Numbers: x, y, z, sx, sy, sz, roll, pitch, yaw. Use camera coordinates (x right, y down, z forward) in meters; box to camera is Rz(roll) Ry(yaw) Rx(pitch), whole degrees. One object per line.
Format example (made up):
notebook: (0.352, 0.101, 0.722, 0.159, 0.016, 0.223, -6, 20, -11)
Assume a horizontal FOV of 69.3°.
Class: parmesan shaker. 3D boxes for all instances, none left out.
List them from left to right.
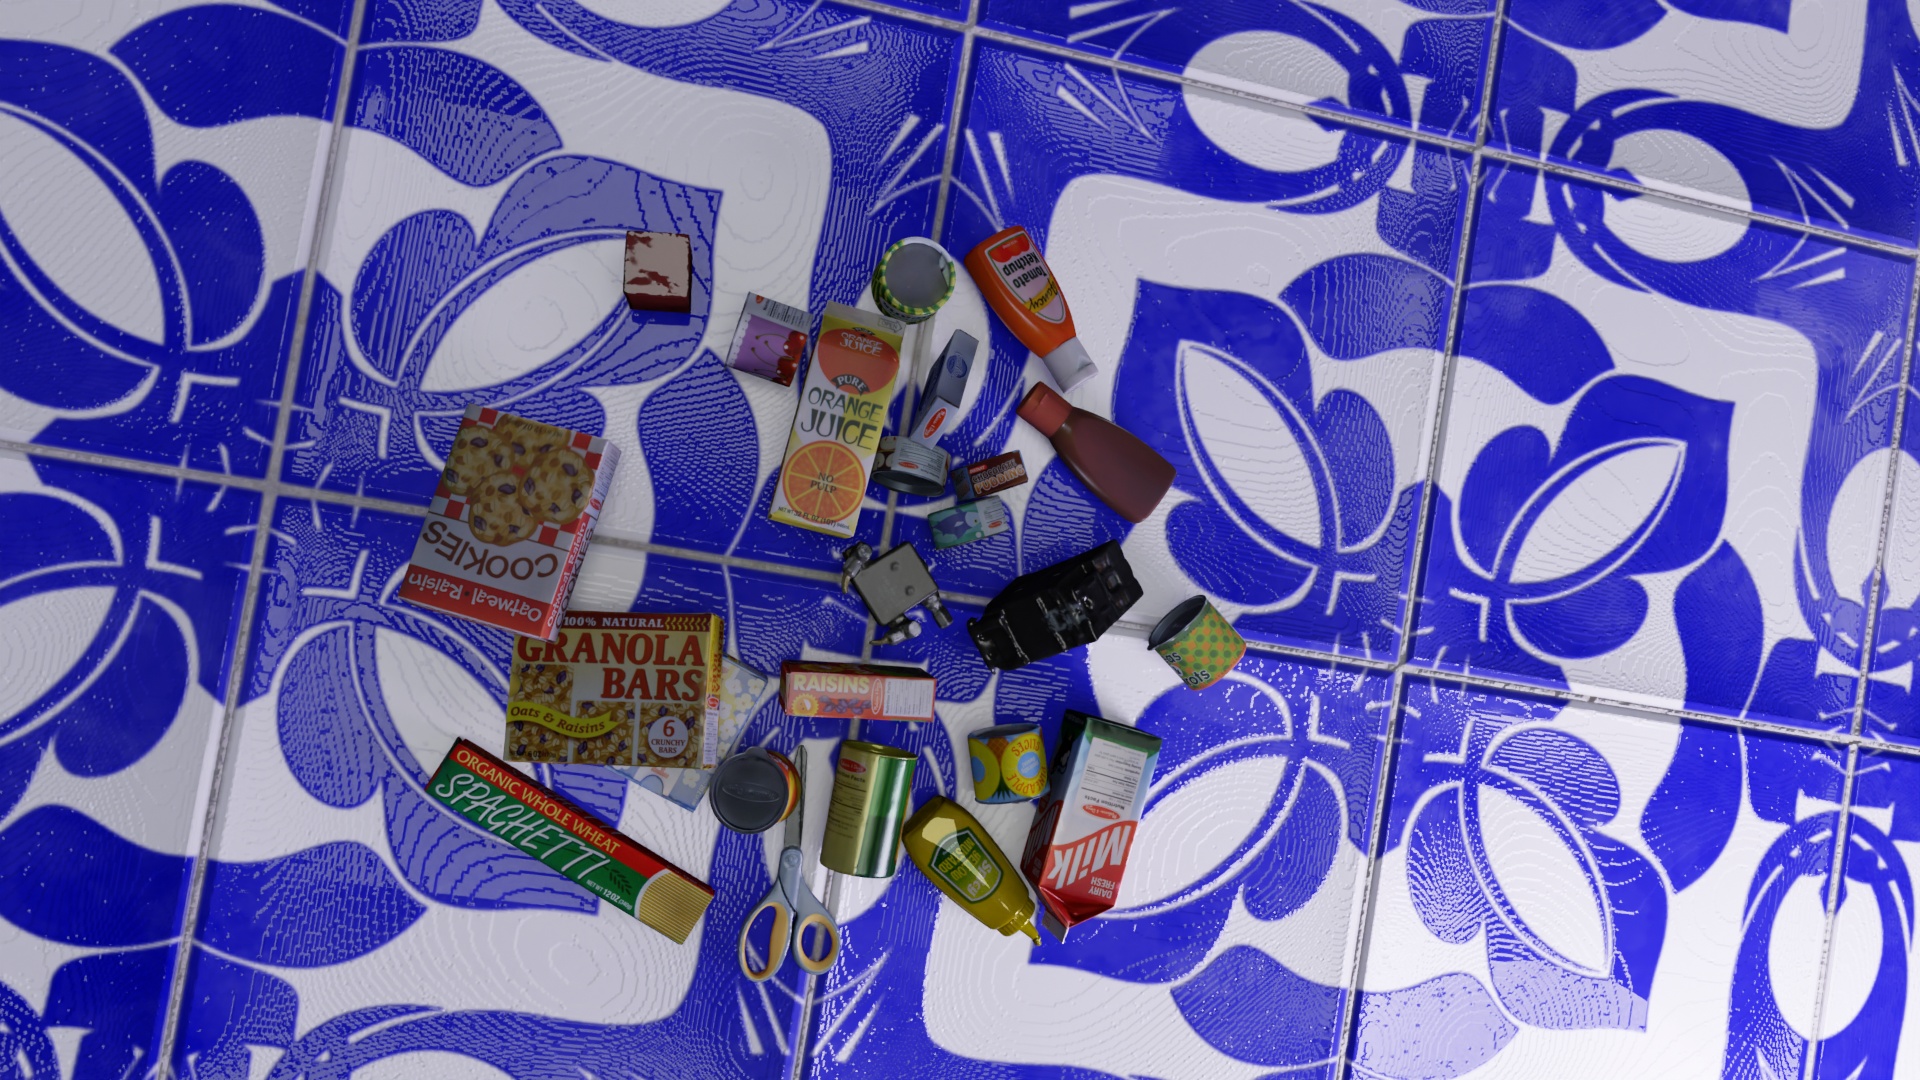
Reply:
parmesan shaker: (-0.080, 0.227, 1.178, 0.071, 0.071, 0.103, 11, 88, -10)

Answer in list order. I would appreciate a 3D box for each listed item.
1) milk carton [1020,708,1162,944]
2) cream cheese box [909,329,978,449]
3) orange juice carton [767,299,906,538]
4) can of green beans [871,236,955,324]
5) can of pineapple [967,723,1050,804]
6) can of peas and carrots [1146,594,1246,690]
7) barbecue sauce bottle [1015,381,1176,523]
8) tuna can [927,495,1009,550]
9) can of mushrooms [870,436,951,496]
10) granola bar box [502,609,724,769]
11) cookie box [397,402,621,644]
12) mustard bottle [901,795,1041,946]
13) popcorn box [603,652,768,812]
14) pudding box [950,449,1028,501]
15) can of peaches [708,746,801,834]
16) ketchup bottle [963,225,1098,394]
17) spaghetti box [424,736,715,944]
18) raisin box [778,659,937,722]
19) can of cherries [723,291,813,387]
milk carton: (0.107, 0.250, 1.209, 0.073, 0.072, 0.190, 18, 85, -10)
cream cheese box: (-0.014, -0.129, 1.171, 0.024, 0.053, 0.104, 27, 41, -12)
orange juice carton: (-0.103, -0.102, 1.172, 0.072, 0.073, 0.192, 15, 86, -10)
can of green beans: (-0.041, -0.222, 1.192, 0.071, 0.058, 0.071, 0, 90, -11)
can of pineapple: (0.042, 0.192, 1.198, 0.071, 0.071, 0.058, -8, 91, -11)
can of peas and carrots: (0.209, 0.093, 1.232, 0.071, 0.071, 0.058, -44, 98, -8)
barbecue sauce bottle: (0.117, -0.082, 1.228, 0.148, 0.043, 0.065, 38, 74, -8)
tuna can: (0.004, -0.015, 1.196, 0.071, 0.071, 0.033, -16, 92, -10)
can of mushrooms: (-0.043, -0.063, 1.187, 0.071, 0.071, 0.033, 14, 77, -10)
granola bar box: (-0.279, 0.119, 1.121, 0.165, 0.039, 0.124, 1, 80, 6)
cookie box: (-0.360, -0.013, 1.115, 0.123, 0.040, 0.167, 15, 79, 6)
mustard bottle: (0.019, 0.294, 1.203, 0.065, 0.049, 0.160, -44, 97, -6)
popcorn box: (-0.228, 0.150, 1.163, 0.085, 0.038, 0.127, 30, 84, -10)
pudding box: (0.024, -0.055, 1.190, 0.050, 0.083, 0.030, -18, 93, -10)
can of peaches: (-0.169, 0.206, 1.157, 0.071, 0.058, 0.071, 0, 84, 4)
ketchup bottle: (0.066, -0.199, 1.210, 0.065, 0.043, 0.149, -32, 89, -31)
spaghetti box: (-0.322, 0.249, 1.149, 0.250, 0.028, 0.050, 34, 83, -9)
raisin box: (-0.088, 0.125, 1.166, 0.123, 0.086, 0.040, 4, 91, -11)
can of cherries: (-0.161, -0.166, 1.167, 0.058, 0.071, 0.071, 18, 87, -11)
